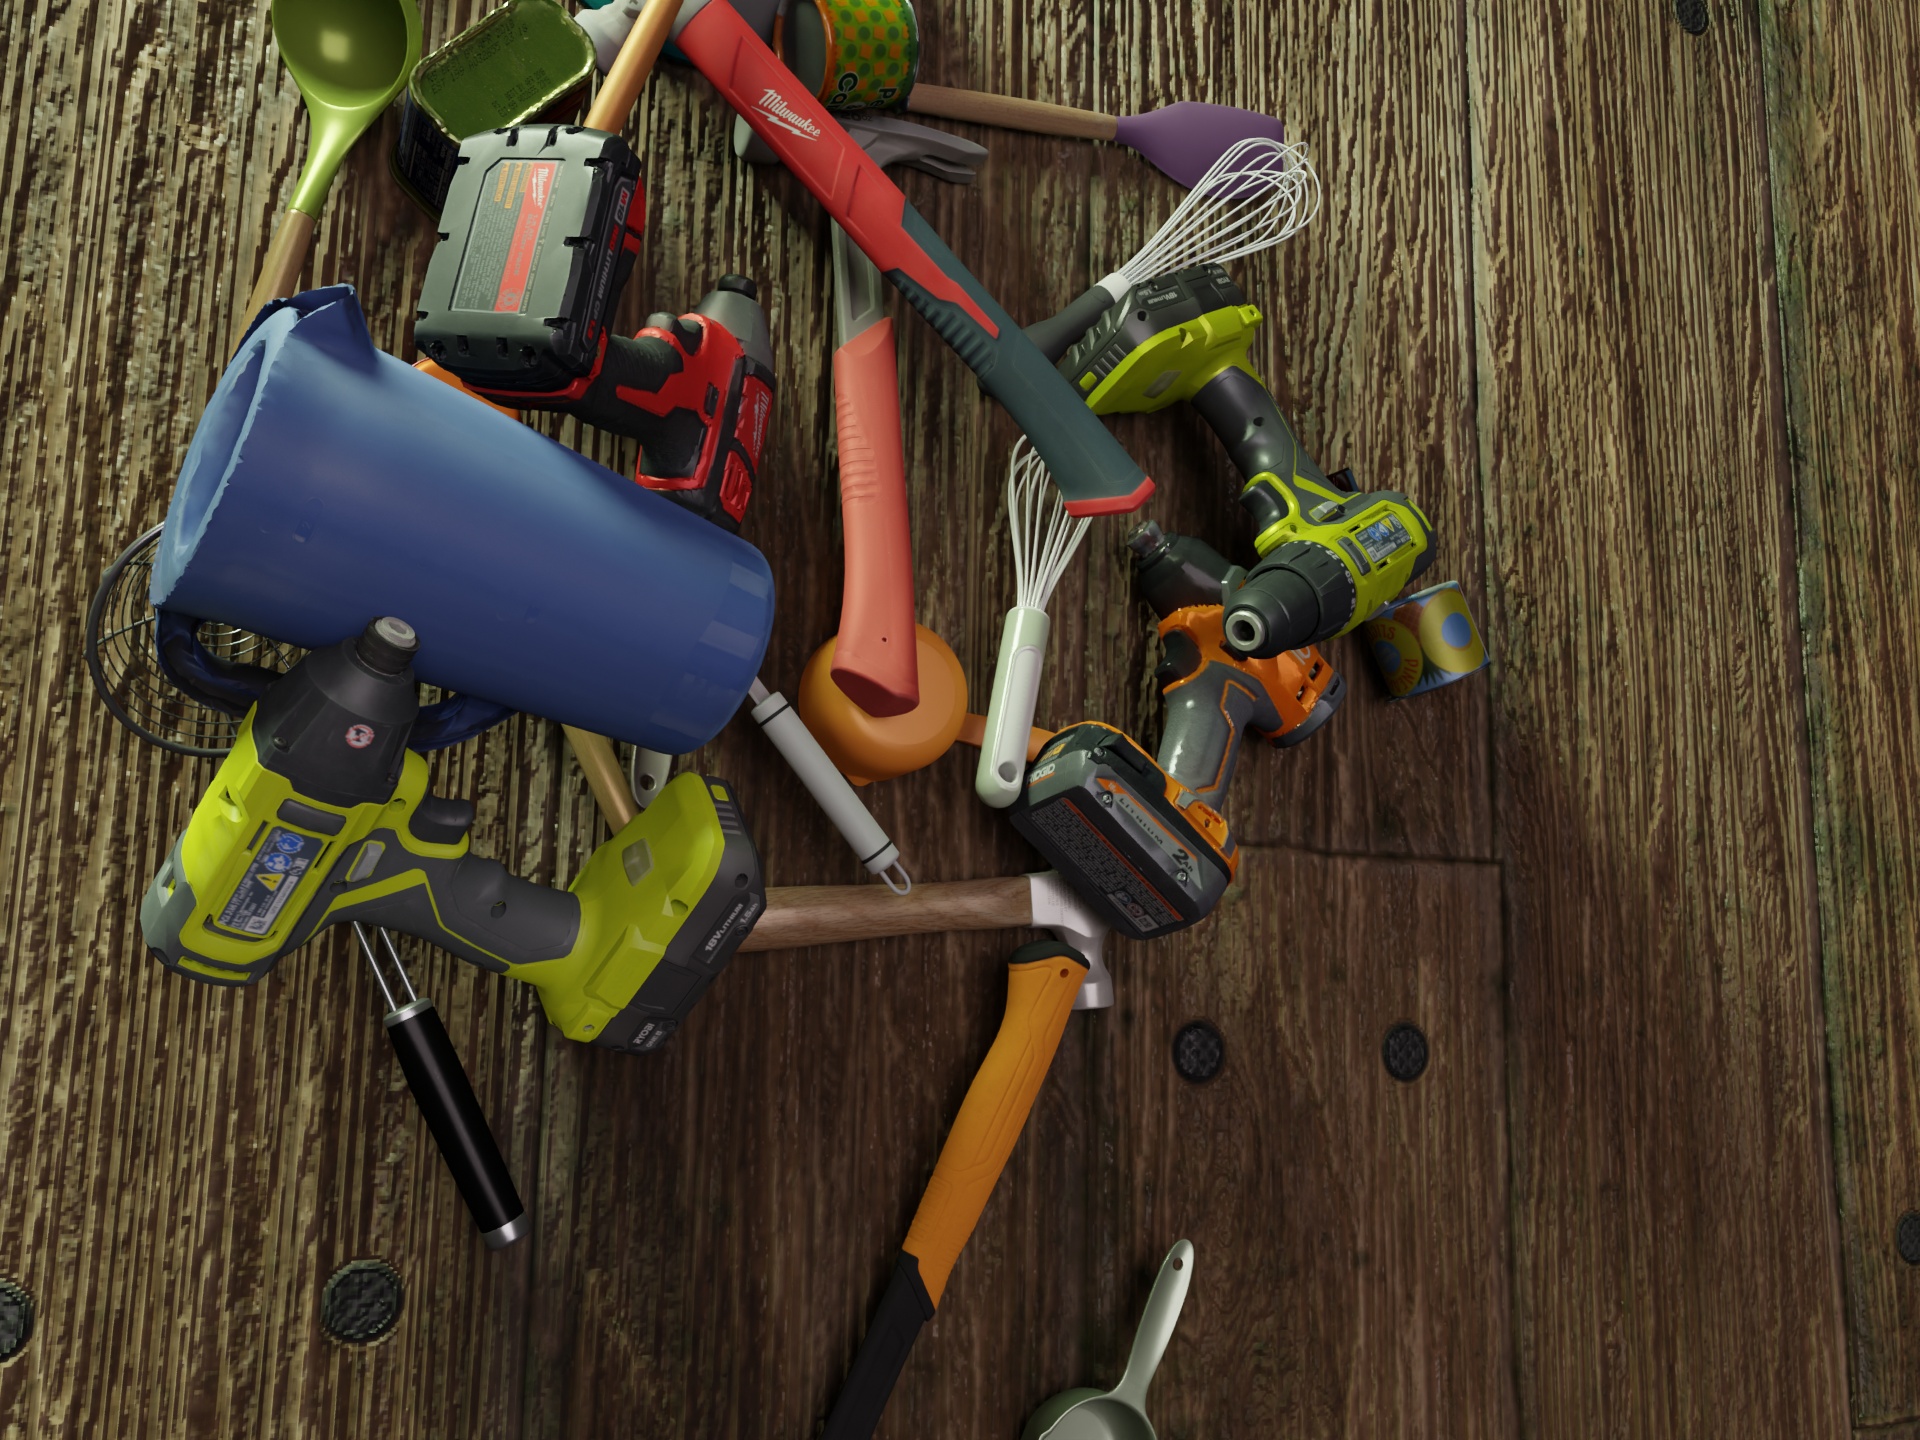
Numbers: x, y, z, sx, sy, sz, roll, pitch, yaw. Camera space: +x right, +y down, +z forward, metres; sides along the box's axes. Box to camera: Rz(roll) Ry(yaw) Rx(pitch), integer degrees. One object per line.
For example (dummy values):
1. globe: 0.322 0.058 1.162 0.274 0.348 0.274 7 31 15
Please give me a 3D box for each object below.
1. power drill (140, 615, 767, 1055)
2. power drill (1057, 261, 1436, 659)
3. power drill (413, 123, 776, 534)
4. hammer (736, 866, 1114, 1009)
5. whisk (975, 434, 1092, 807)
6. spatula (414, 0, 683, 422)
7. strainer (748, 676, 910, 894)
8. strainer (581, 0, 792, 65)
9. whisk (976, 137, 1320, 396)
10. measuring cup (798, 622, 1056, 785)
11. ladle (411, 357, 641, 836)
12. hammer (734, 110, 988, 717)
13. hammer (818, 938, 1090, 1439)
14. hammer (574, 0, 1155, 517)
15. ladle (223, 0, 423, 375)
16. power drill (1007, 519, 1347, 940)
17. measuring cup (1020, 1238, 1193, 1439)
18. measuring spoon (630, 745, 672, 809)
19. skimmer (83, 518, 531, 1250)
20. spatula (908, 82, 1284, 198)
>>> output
1. power drill: -0.203 0.056 0.681 0.223 0.080 0.171 24 113 -36
2. power drill: 0.162 -0.145 0.922 0.190 0.080 0.228 -29 81 -45
3. power drill: -0.157 -0.186 0.772 0.078 0.219 0.143 8 80 20
4. hammer: -0.068 0.101 0.853 0.331 0.031 0.130 -1 83 -24
5. whisk: 0.040 -0.064 0.893 0.057 0.059 0.246 23 63 -24
6. spatula: -0.199 -0.248 0.788 0.081 0.041 0.322 27 90 -22
7. strainer: -0.102 -0.014 0.828 0.258 0.050 0.087 54 34 -5
8. strainer: -0.187 -0.464 0.852 0.340 0.095 0.211 -17 89 -27
9. whisk: 0.117 -0.280 0.984 0.284 0.070 0.070 -38 98 -19
10. measuring cup: -0.001 -0.003 0.887 0.173 0.052 0.095 15 76 -19
11. ladle: -0.206 -0.035 0.800 0.069 0.031 0.315 -23 87 -29
12. hammer: -0.042 -0.176 0.874 0.149 0.036 0.359 3 71 -23
13. hammer: -0.006 0.276 0.834 0.127 0.034 0.337 28 78 -17
14. hammer: -0.023 -0.267 0.842 0.143 0.038 0.386 -42 96 8
15. ladle: -0.335 -0.227 0.773 0.078 0.062 0.320 12 79 10
16. power drill: 0.120 -0.006 0.913 0.164 0.084 0.226 46 52 -11
17. measuring cup: 0.086 0.365 0.880 0.083 0.038 0.168 33 68 -16
18. measuring spoon: -0.158 -0.008 0.821 0.034 0.018 0.124 21 56 -29
19. skimmer: -0.276 0.080 0.731 0.127 0.090 0.363 -25 93 -27
20. spatula: 0.072 -0.372 0.996 0.315 0.018 0.060 0 94 -24
